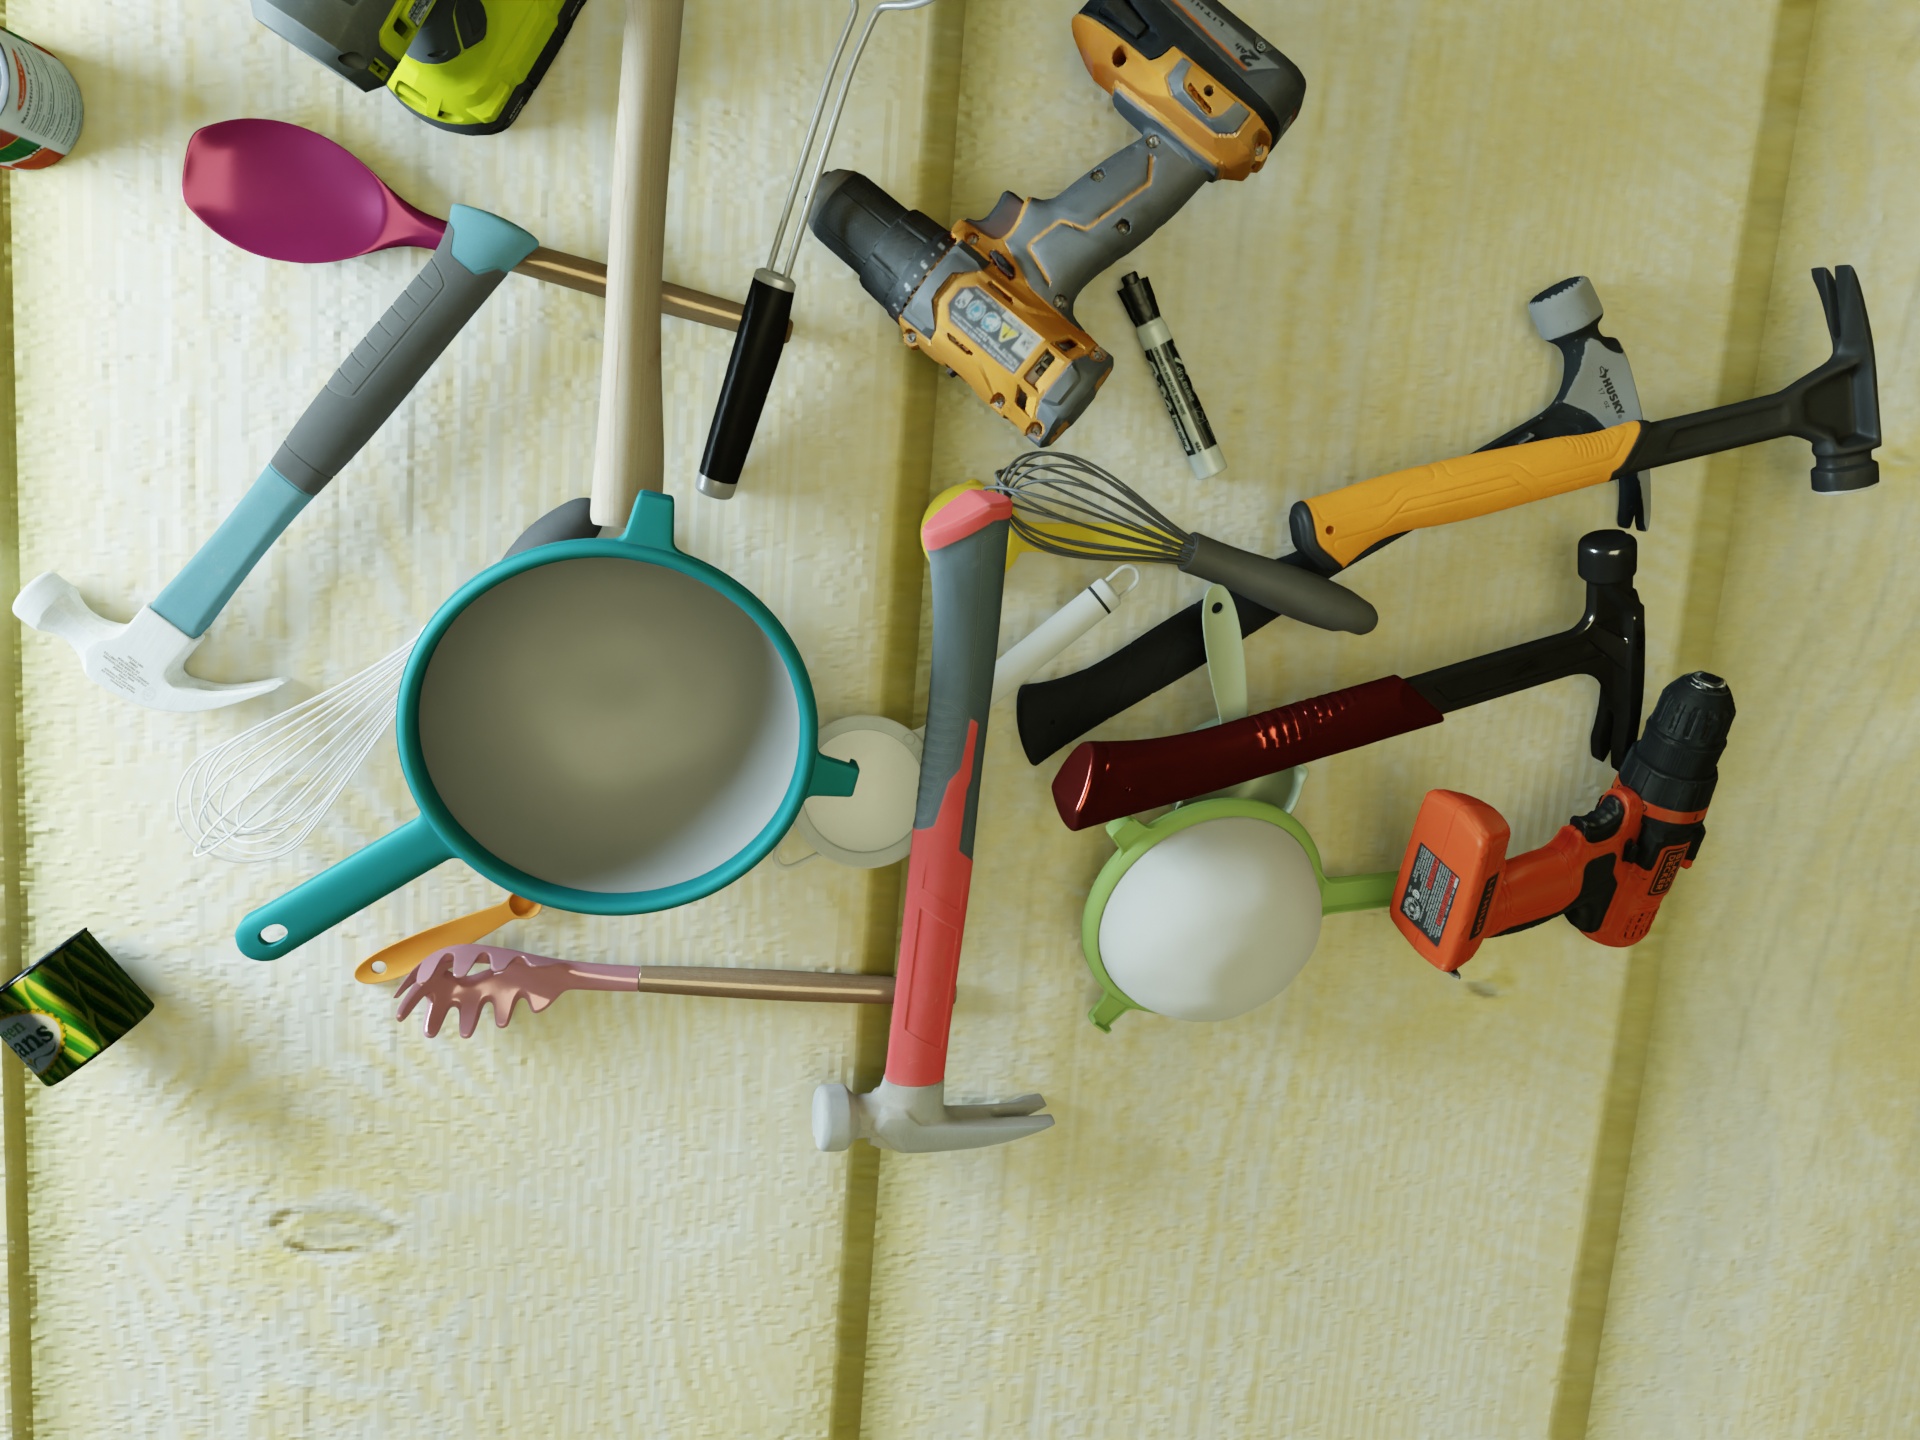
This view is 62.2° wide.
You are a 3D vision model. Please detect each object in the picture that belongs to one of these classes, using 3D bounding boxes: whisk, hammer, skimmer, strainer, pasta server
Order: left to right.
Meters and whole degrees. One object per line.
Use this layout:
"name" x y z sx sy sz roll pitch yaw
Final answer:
"hammer" -0.342 -0.138 0.832 0.128 0.033 0.331 41 97 -12
"whisk" -0.302 -0.024 0.856 0.284 0.070 0.070 -41 102 -3
"strainer" -0.237 0.023 0.855 0.340 0.095 0.210 -29 115 8
"hammer" -0.157 -0.300 0.776 0.038 0.146 0.410 7 101 7
"pasta server" -0.158 0.156 0.915 0.316 0.040 0.060 4 134 -9
"skimmer" -0.090 -0.276 0.780 0.127 0.090 0.363 29 113 18
"strainer" -0.001 -0.003 0.892 0.258 0.050 0.087 -38 97 5
"hammer" 0.005 0.066 0.877 0.143 0.038 0.386 1 110 -17
"whisk" 0.124 -0.090 0.865 0.239 0.055 0.055 19 98 -15
"strainer" 0.200 0.119 0.917 0.256 0.069 0.151 -5 120 -14
"hammer" 0.211 -0.088 0.914 0.409 0.036 0.149 -30 103 0
"hammer" 0.224 0.005 0.888 0.359 0.037 0.149 -16 116 -13
"hammer" 0.344 -0.152 0.881 0.337 0.034 0.127 -15 105 -3

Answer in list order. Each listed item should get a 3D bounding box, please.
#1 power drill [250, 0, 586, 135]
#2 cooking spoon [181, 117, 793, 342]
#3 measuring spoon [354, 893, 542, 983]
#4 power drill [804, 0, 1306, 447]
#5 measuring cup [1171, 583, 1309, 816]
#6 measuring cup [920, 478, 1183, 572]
"power drill" -0.226 -0.355 0.717 0.080 0.223 0.171 32 95 -12
"cooking spoon" -0.245 -0.247 0.840 0.319 0.017 0.068 14 102 -9
"measuring spoon" -0.292 0.122 0.909 0.117 0.011 0.021 -24 110 2
"power drill" 0.045 -0.285 0.833 0.185 0.084 0.226 40 97 1
"measuring cup" 0.148 -0.006 0.900 0.083 0.038 0.167 -17 117 -9
"measuring cup" 0.056 -0.101 0.895 0.156 0.029 0.062 3 100 -5
